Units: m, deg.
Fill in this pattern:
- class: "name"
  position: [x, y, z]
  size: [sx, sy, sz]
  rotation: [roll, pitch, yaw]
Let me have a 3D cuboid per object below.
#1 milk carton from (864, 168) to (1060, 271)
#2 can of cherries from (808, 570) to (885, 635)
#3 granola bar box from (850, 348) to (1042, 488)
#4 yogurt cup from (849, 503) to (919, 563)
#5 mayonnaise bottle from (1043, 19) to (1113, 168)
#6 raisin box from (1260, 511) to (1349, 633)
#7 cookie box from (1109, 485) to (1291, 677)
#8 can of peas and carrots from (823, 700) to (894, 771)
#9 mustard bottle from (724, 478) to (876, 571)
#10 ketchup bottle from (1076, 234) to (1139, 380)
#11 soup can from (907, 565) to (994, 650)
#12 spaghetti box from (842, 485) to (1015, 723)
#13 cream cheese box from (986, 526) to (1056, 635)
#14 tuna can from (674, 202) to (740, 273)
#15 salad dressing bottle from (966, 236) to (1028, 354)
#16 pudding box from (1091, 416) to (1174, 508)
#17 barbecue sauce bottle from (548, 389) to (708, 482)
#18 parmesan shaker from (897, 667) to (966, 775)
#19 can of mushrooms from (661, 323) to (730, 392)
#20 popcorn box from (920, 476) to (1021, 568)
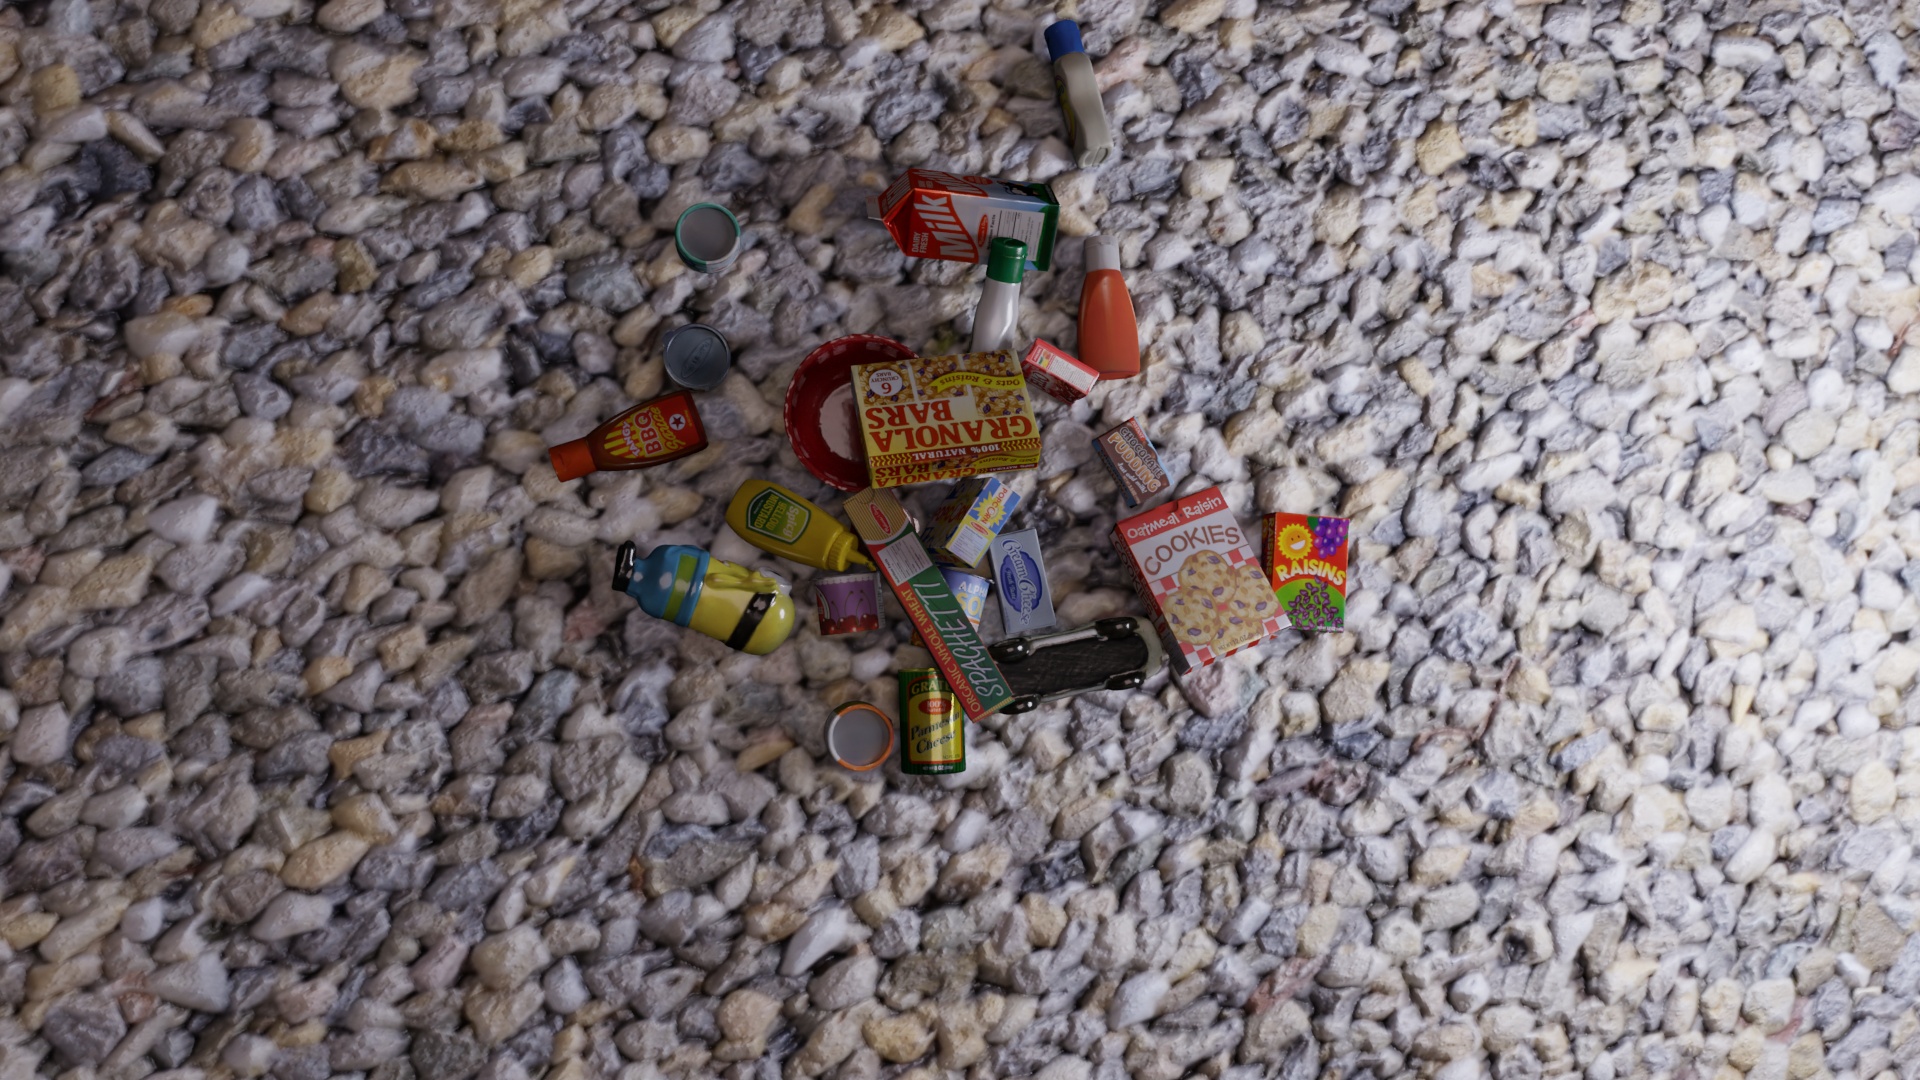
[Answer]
- class: "milk carton"
  position: [-0.001, -0.329, 1.415]
  size: [0.191, 0.073, 0.073]
  rotation: [4, 120, -10]
- class: "can of cherries"
  position: [-0.113, 0.063, 1.382]
  size: [0.071, 0.071, 0.058]
  rotation: [-7, 88, -10]
- class: "granola bar box"
  position: [-0.016, -0.119, 1.344]
  size: [0.166, 0.038, 0.125]
  rotation: [-7, 59, -10]
- class: "yogurt cup"
  position: [-0.076, -0.011, 1.399]
  size: [0.072, 0.054, 0.072]
  rotation: [1, 86, -8]
- class: "mayonnaise bottle"
  position: [0.124, -0.473, 1.467]
  size: [0.041, 0.064, 0.148]
  rotation: [-14, 84, -6]
- class: "raisin box"
  position: [0.364, 0.034, 1.475]
  size: [0.086, 0.040, 0.123]
  rotation: [5, 86, -8]
- class: "cookie box"
  position: [0.245, 0.039, 1.428]
  size: [0.123, 0.040, 0.168]
  rotation: [-20, 73, -17]
- class: "can of peas and carrots"
  position: [-0.099, 0.193, 1.377]
  size: [0.071, 0.058, 0.071]
  rotation: [1, 86, -9]
- class: "mustard bottle"
  position: [-0.152, -0.007, 1.364]
  size: [0.160, 0.048, 0.065]
  rotation: [23, 78, 16]
- class: "ketchup bottle"
  position: [0.153, -0.245, 1.461]
  size: [0.065, 0.043, 0.149]
  rotation: [-3, 86, -10]
- class: "soup can"
  position: [-0.009, 0.073, 1.396]
  size: [0.071, 0.071, 0.084]
  rotation: [15, 84, -8]
- class: "spaghetti box"
  position: [-0.032, 0.059, 1.348]
  size: [0.050, 0.028, 0.250]
  rotation: [-31, 86, -5]
- class: "cream cheese box"
  position: [0.061, 0.042, 1.432]
  size: [0.053, 0.024, 0.104]
  rotation: [-12, 87, -10]
- class: "tuna can"
  position: [-0.257, -0.308, 1.404]
  size: [0.071, 0.033, 0.071]
  rotation: [1, 86, -10]
- class: "salad dressing bottle"
  position: [0.037, -0.231, 1.406]
  size: [0.044, 0.064, 0.147]
  rotation: [16, 116, 11]
- class: "pudding box"
  position: [0.181, -0.082, 1.459]
  size: [0.050, 0.030, 0.083]
  rotation: [-30, 91, -11]
- class: "barbecue sauce bottle"
  position: [-0.328, -0.098, 1.371]
  size: [0.149, 0.043, 0.065]
  rotation: [-20, 91, -10]
- class: "parmesan shaker"
  position: [-0.025, 0.179, 1.386]
  size: [0.071, 0.071, 0.103]
  rotation: [-2, 86, -9]
- class: "can of mushrooms"
  position: [-0.266, -0.184, 1.393]
  size: [0.071, 0.033, 0.071]
  rotation: [1, 86, -9]
- class: "popcorn box"
  position: [0.005, -0.017, 1.376]
  size: [0.038, 0.126, 0.085]
  rotation: [36, 81, -13]
